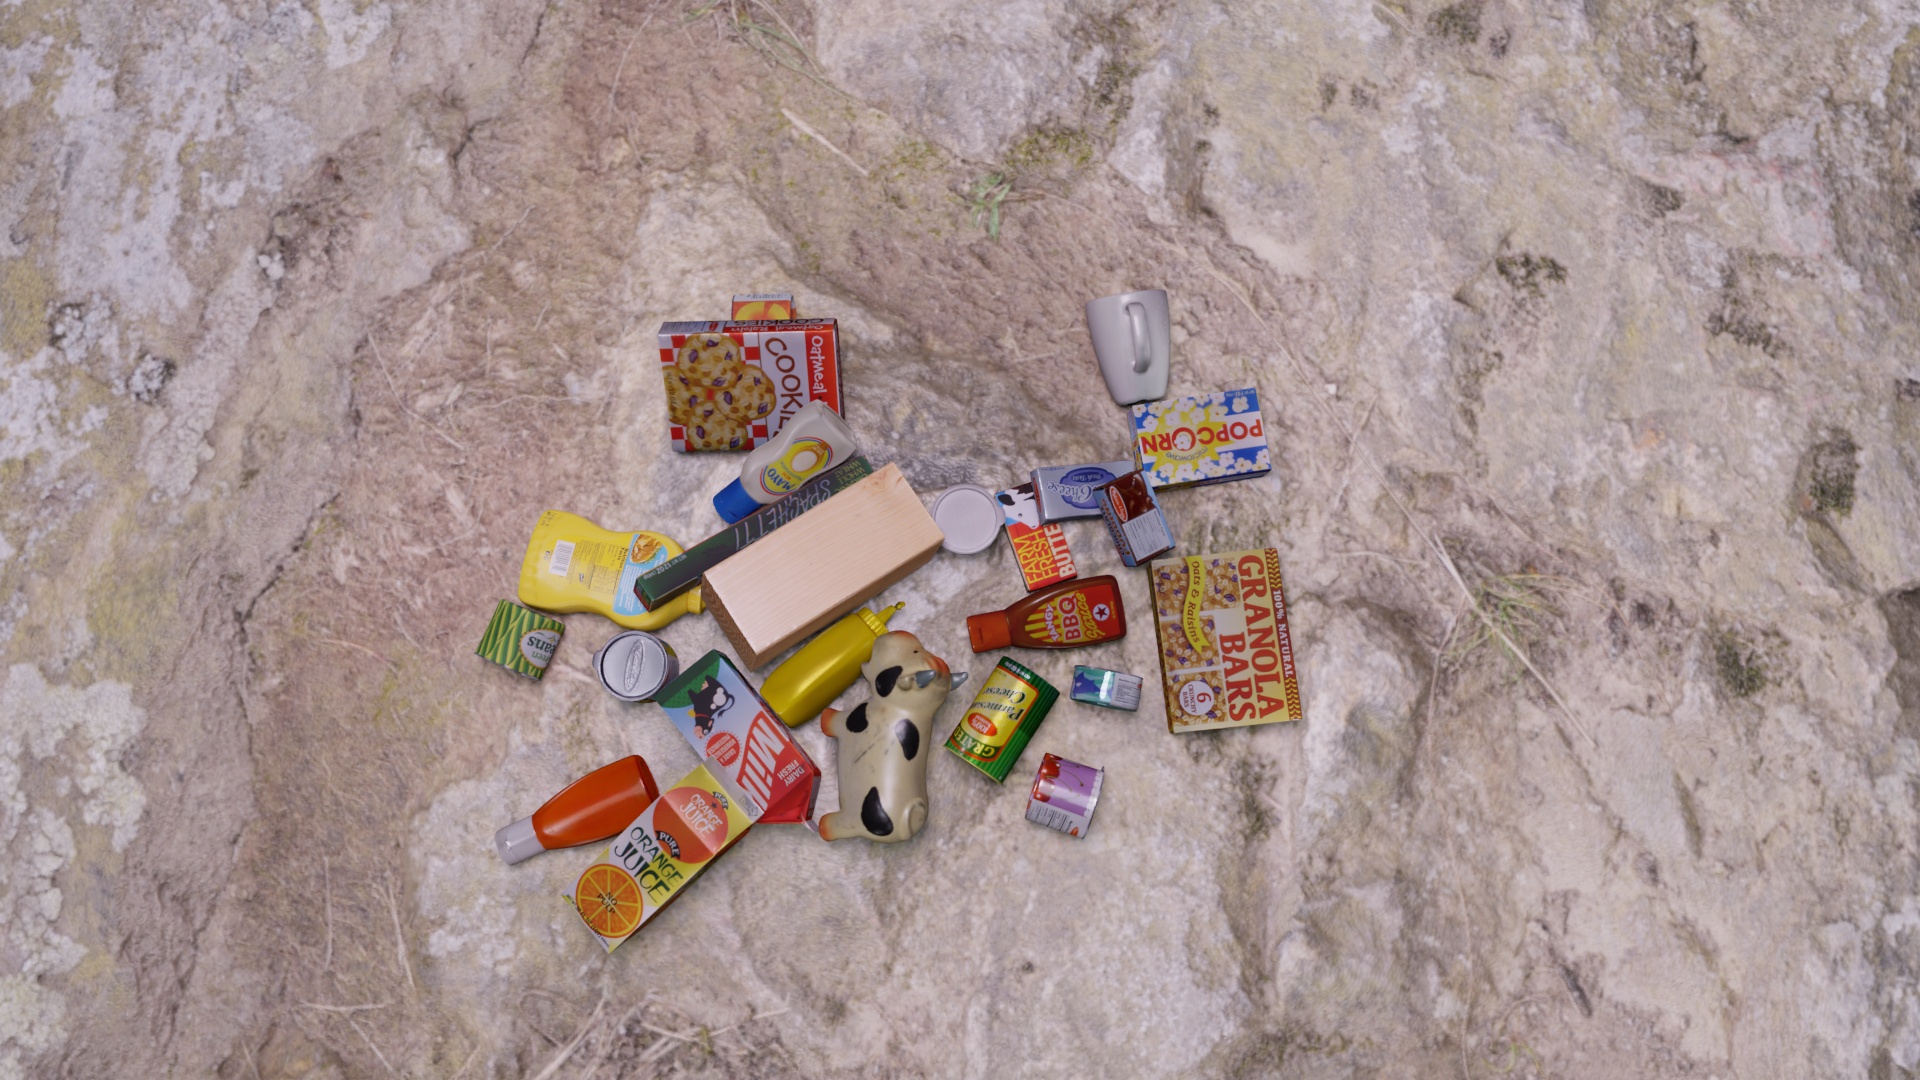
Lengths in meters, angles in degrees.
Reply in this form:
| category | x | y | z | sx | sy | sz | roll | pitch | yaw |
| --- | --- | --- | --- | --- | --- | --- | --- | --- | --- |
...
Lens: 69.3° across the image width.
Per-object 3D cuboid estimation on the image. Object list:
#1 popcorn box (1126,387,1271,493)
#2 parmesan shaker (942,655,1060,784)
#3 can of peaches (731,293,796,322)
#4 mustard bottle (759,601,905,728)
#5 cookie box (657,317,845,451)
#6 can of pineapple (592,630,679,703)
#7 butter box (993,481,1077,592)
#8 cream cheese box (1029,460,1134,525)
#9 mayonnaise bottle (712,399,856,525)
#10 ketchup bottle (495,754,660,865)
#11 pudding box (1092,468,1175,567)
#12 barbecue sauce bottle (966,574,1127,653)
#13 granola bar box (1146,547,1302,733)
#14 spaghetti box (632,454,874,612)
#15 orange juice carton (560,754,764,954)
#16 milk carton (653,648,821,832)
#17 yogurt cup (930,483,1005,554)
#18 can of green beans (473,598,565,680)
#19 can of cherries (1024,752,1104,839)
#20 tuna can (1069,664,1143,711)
| category | x | y | z | sx | sy | sz | roll | pitch | yaw |
| --- | --- | --- | --- | --- | --- | --- | --- | --- | --- |
| popcorn box | 0.235 | -0.097 | 1.366 | 0.127 | 0.038 | 0.085 | -9 | 81 | -2 |
| parmesan shaker | 0.037 | 0.167 | 1.306 | 0.071 | 0.071 | 0.103 | 33 | 81 | 5 |
| can of peaches | -0.193 | -0.208 | 1.371 | 0.058 | 0.071 | 0.071 | -2 | 80 | -1 |
| mustard bottle | -0.115 | 0.109 | 1.318 | 0.160 | 0.065 | 0.049 | -40 | 65 | -12 |
| cookie box | -0.199 | -0.150 | 1.342 | 0.167 | 0.040 | 0.122 | -2 | 118 | -1 |
| can of pineapple | -0.306 | 0.120 | 1.316 | 0.071 | 0.057 | 0.071 | 0 | 80 | 0 |
| butter box | 0.073 | -0.004 | 1.356 | 0.053 | 0.024 | 0.103 | -19 | 80 | -3 |
| cream cheese box | 0.122 | -0.047 | 1.349 | 0.104 | 0.024 | 0.053 | -6 | 80 | -20 |
| mayonnaise bottle | -0.173 | -0.070 | 1.335 | 0.148 | 0.064 | 0.041 | -36 | 37 | 16 |
| ketchup bottle | -0.358 | 0.257 | 1.299 | 0.149 | 0.043 | 0.065 | -24 | 81 | -4 |
| pudding box | 0.167 | -0.022 | 1.330 | 0.050 | 0.030 | 0.083 | -25 | 96 | -19 |
| barbecue sauce bottle | 0.081 | 0.076 | 1.332 | 0.149 | 0.044 | 0.064 | -11 | 96 | -2 |
| granola bar box | 0.252 | 0.096 | 1.332 | 0.124 | 0.039 | 0.165 | -6 | 80 | 0 |
| spaghetti box | -0.191 | -0.009 | 1.309 | 0.251 | 0.050 | 0.028 | -31 | 85 | -22 |
| orange juice carton | -0.261 | 0.277 | 1.247 | 0.192 | 0.073 | 0.072 | -44 | 83 | 16 |
| milk carton | -0.194 | 0.198 | 1.295 | 0.073 | 0.072 | 0.190 | -40 | 83 | -6 |
| yogurt cup | 0.005 | -0.017 | 1.343 | 0.072 | 0.054 | 0.072 | 0 | 80 | 0 |
| can of green beans | -0.417 | 0.094 | 1.316 | 0.071 | 0.071 | 0.058 | 23 | 81 | 4 |
| can of cherries | 0.097 | 0.235 | 1.295 | 0.058 | 0.071 | 0.071 | 18 | 81 | 4 |
| tuna can | 0.135 | 0.139 | 1.312 | 0.071 | 0.071 | 0.033 | 11 | 81 | 2 |
